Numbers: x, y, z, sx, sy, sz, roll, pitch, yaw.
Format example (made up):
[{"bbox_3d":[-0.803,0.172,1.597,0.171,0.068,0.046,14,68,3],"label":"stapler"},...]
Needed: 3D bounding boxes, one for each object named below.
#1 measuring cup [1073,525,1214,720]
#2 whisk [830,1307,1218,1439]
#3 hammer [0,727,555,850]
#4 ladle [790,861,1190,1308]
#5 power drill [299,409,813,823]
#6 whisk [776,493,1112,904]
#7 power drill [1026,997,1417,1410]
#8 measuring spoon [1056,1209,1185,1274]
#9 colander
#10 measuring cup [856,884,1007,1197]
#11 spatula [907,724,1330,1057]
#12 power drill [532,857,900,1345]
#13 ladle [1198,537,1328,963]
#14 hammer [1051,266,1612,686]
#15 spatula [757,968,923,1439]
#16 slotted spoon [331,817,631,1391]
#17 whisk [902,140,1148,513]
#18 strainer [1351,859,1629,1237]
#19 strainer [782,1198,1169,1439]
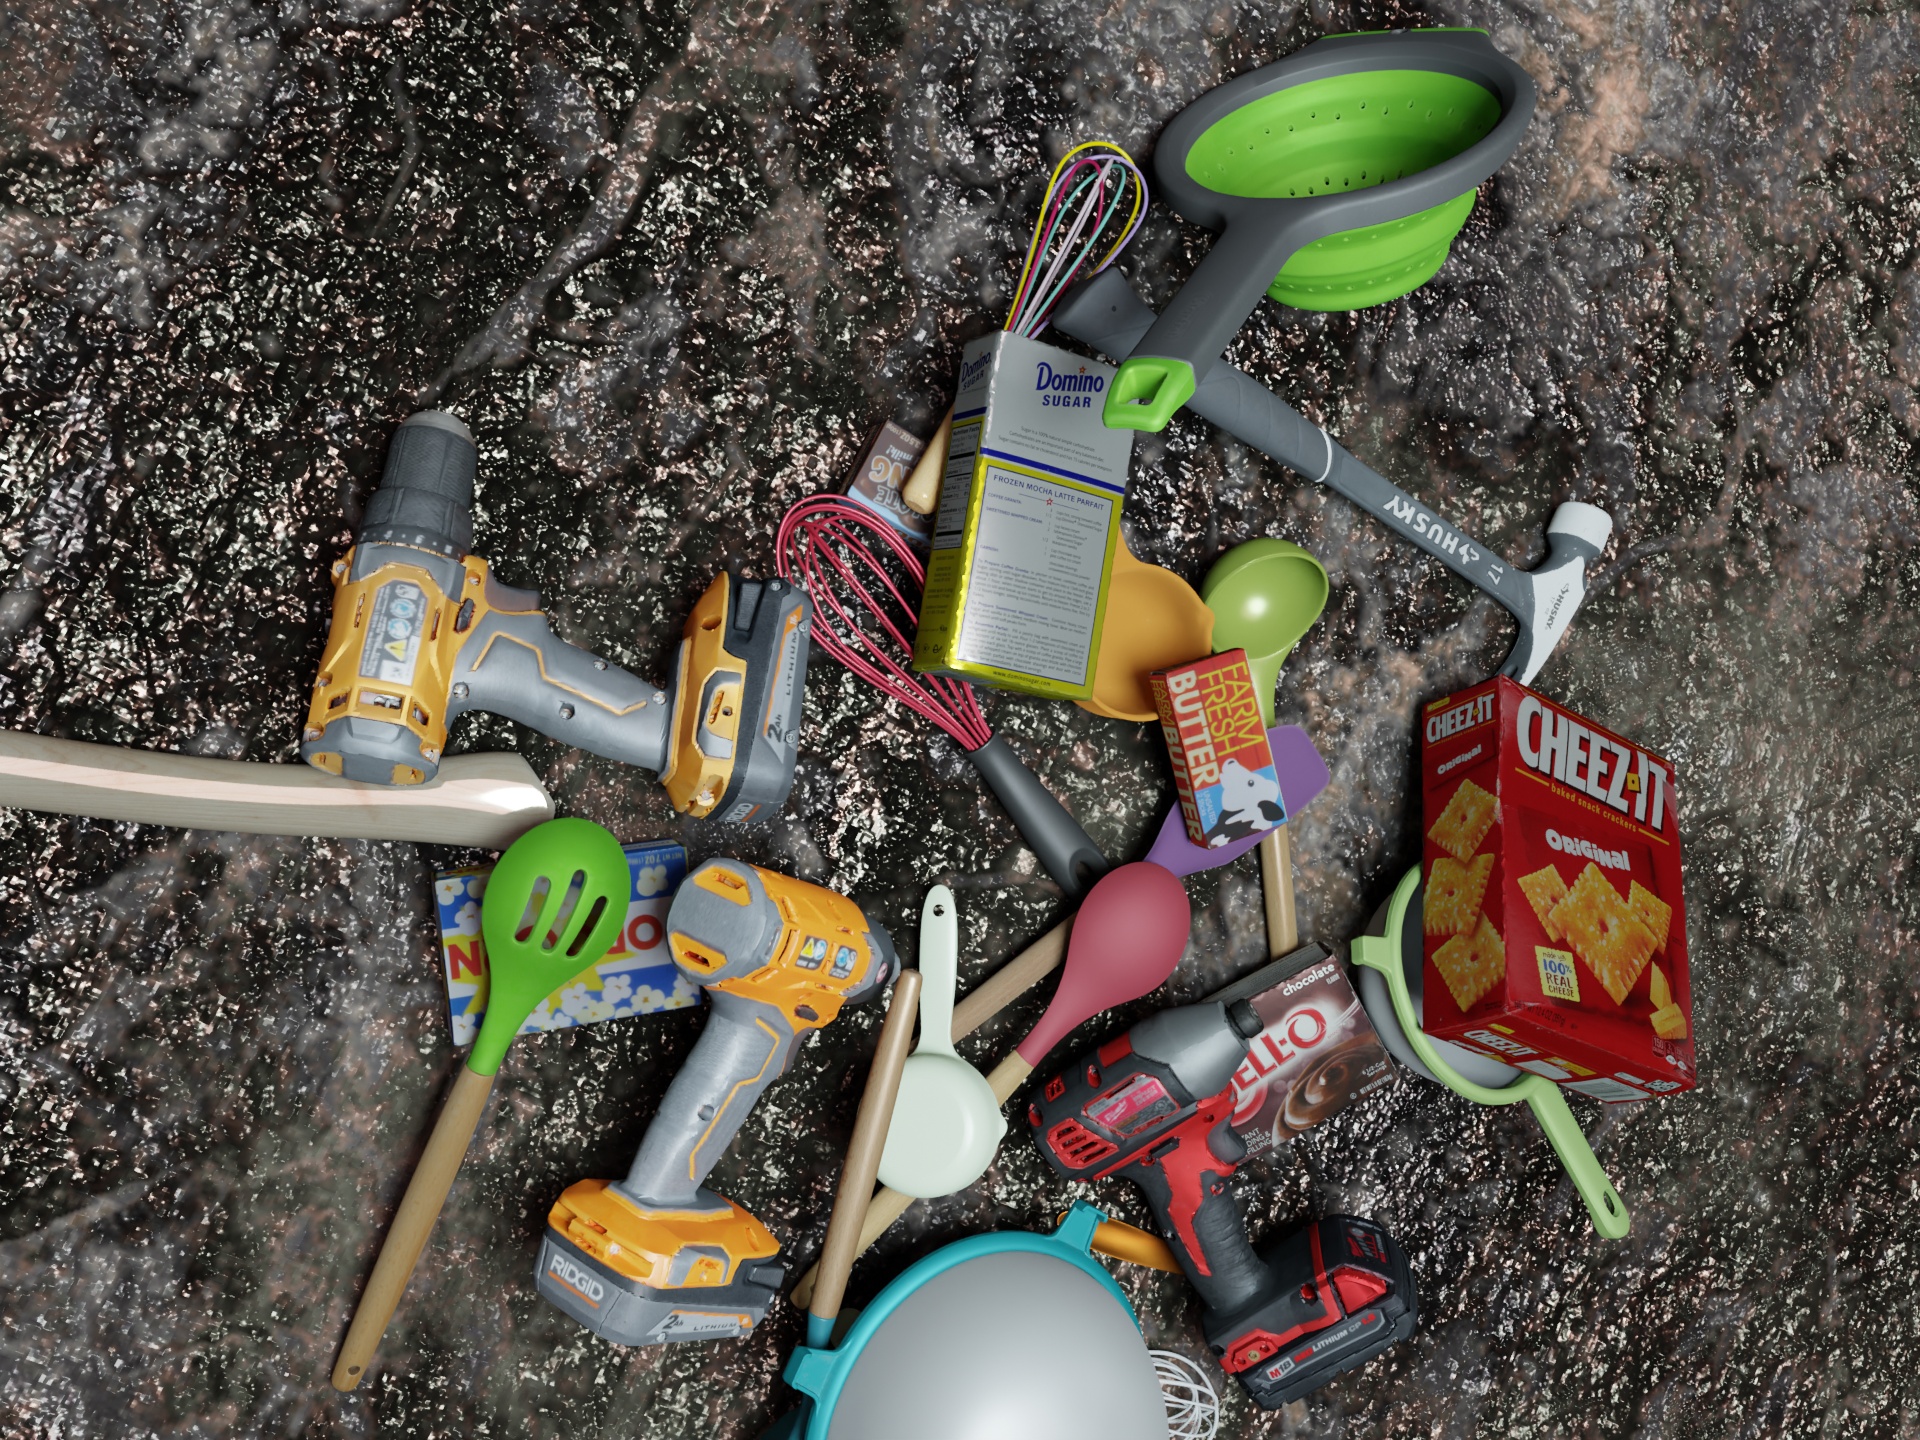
[{"bbox_3d":[0.079,-0.083,0.902,0.095,0.052,0.173,-21,96,-17],"label":"measuring cup"},{"bbox_3d":[0.040,0.372,0.908,0.246,0.057,0.059,20,51,-16],"label":"whisk"},{"bbox_3d":[-0.403,0.037,0.745,0.410,0.038,0.146,8,91,-20],"label":"hammer"},{"bbox_3d":[0.016,0.205,0.879,0.069,0.031,0.315,43,88,-14],"label":"ladle"},{"bbox_3d":[-0.192,-0.048,0.787,0.226,0.084,0.185,11,70,-18],"label":"power drill"},{"bbox_3d":[-0.001,-0.003,0.875,0.073,0.073,0.295,-43,111,-13],"label":"whisk"},{"bbox_3d":[0.154,0.262,0.896,0.143,0.078,0.219,-36,97,14],"label":"power drill"},{"bbox_3d":[0.107,0.313,0.945,0.117,0.011,0.021,23,77,-15],"label":"measuring spoon"},{"bbox_3d":[0.178,-0.242,0.851,0.397,0.205,0.094,-55,142,-35],"label":"colander"},{"bbox_3d":[-0.017,0.172,0.856,0.083,0.038,0.168,0,82,13],"label":"measuring cup"},{"bbox_3d":[0.078,0.107,0.902,0.316,0.018,0.059,-37,105,-6],"label":"spatula"},{"bbox_3d":[-0.109,0.191,0.811,0.164,0.084,0.226,28,82,-56],"label":"power drill"},{"bbox_3d":[0.189,0.052,0.942,0.078,0.062,0.320,-8,97,-12],"label":"ladle"},{"bbox_3d":[0.220,-0.142,0.932,0.408,0.036,0.149,26,85,-25],"label":"hammer"},{"bbox_3d":[-0.075,0.279,0.821,0.044,0.082,0.317,15,92,0],"label":"spatula"},{"bbox_3d":[-0.242,0.193,0.778,0.070,0.031,0.314,22,98,-27],"label":"slotted spoon"},{"bbox_3d":[0.031,-0.218,0.869,0.047,0.051,0.245,43,70,-45],"label":"whisk"},{"bbox_3d":[0.319,0.205,0.970,0.151,0.069,0.256,-33,94,-39],"label":"strainer"},{"bbox_3d":[0.048,0.439,0.818,0.211,0.095,0.340,-19,99,-27],"label":"strainer"}]
